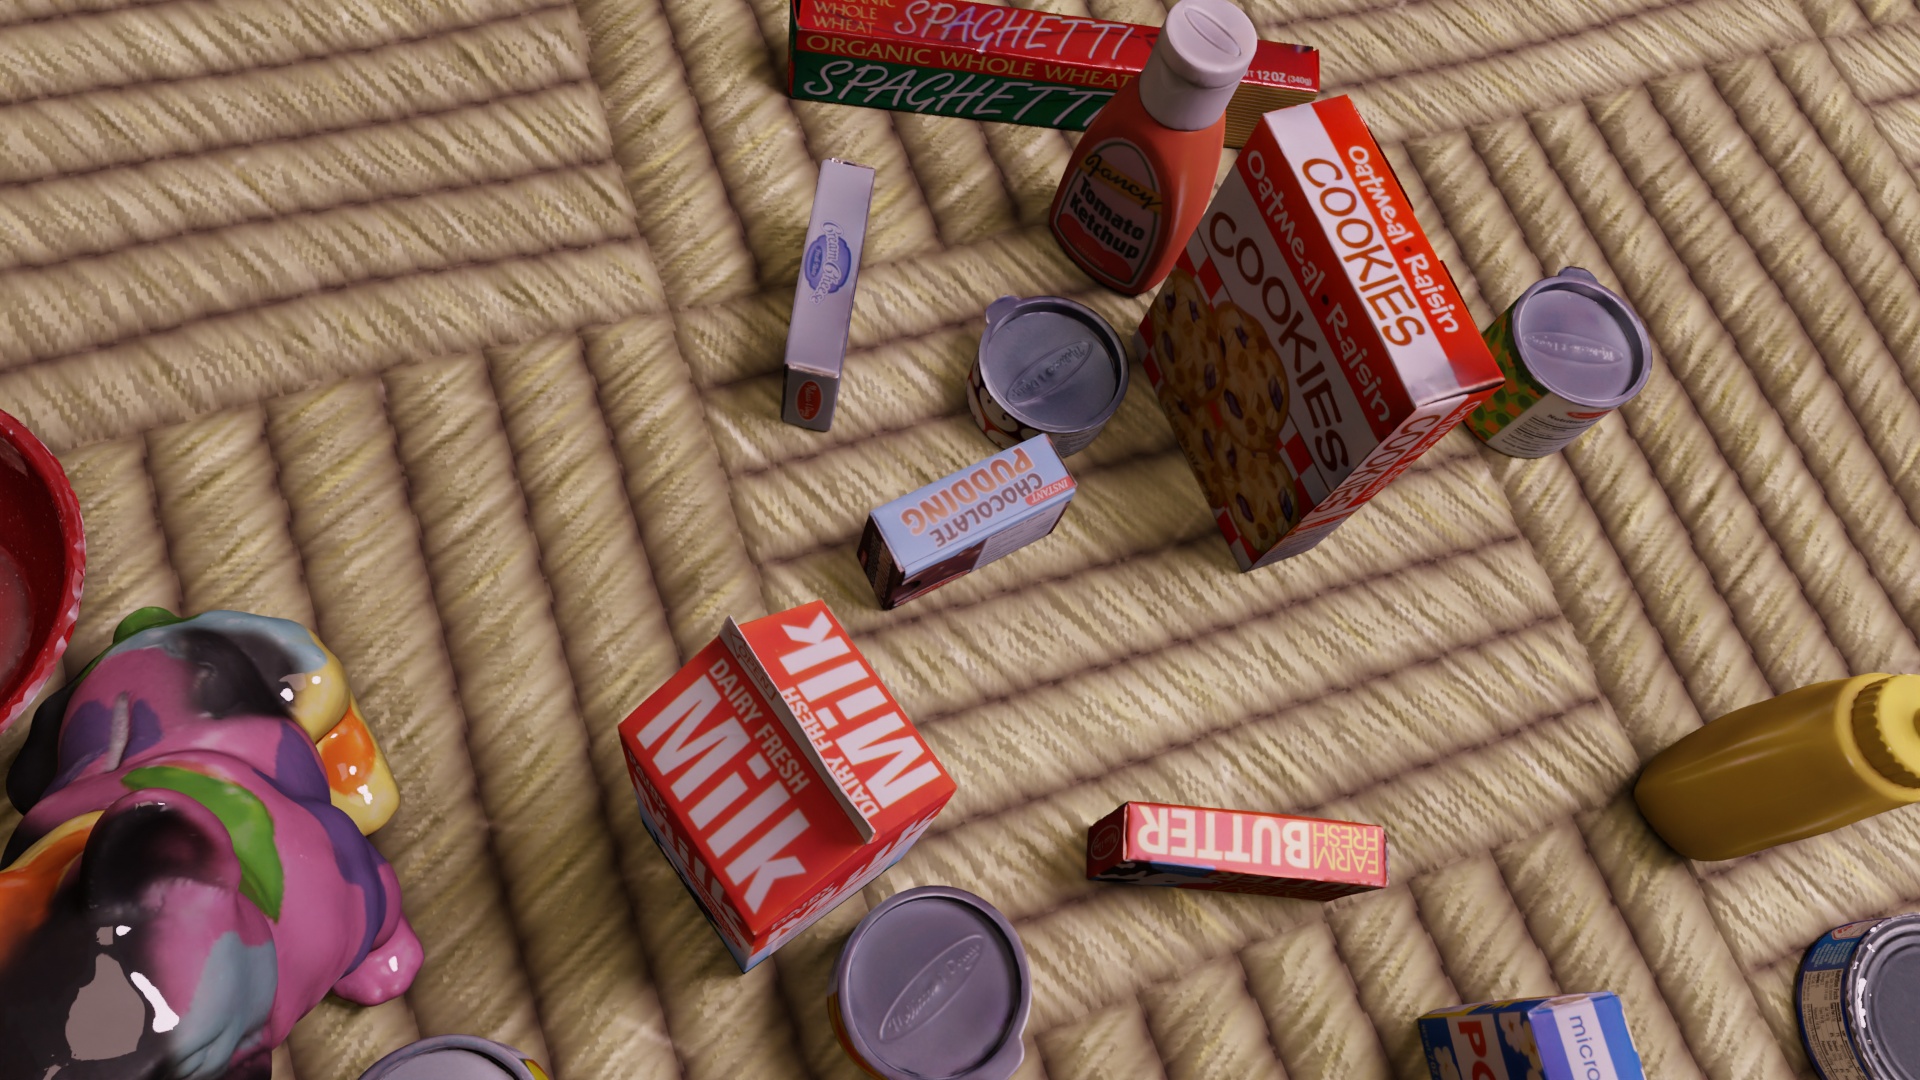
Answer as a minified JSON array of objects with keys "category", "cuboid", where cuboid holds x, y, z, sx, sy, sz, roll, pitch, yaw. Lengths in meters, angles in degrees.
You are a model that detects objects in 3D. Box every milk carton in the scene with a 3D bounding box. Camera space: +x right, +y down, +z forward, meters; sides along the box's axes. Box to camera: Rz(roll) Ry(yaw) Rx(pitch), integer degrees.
[{"category":"milk carton","cuboid":[-0.057,0.081,0.443,0.074,0.189,0.072,-33,78,-20]}]

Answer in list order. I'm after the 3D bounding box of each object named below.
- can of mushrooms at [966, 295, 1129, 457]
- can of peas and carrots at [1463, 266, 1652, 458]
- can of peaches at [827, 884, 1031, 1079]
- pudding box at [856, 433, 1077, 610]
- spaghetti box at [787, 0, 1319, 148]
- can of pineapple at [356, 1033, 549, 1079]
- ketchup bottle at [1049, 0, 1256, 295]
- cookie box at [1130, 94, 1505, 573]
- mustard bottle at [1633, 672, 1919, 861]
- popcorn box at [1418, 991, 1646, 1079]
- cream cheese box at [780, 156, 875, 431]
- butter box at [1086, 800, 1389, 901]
[{"category":"can of mushrooms","cuboid":[0.036,-0.072,0.606,0.071,0.033,0.071,4,68,-9]},{"category":"can of peas and carrots","cuboid":[0.269,-0.081,0.638,0.071,0.058,0.071,4,68,-9]},{"category":"can of peaches","cuboid":[-0.011,0.161,0.492,0.071,0.058,0.071,4,68,-9]},{"category":"pudding box","cuboid":[0.002,-0.007,0.565,0.084,0.049,0.030,-26,76,-19]},{"category":"spaghetti box","cuboid":[0.043,-0.222,0.657,0.250,0.050,0.029,4,69,-9]},{"category":"can of pineapple","cuboid":[-0.164,0.197,0.449,0.071,0.057,0.071,4,68,-9]},{"category":"ketchup bottle","cuboid":[0.083,-0.166,0.589,0.065,0.148,0.044,42,68,7]},{"category":"cookie box","cuboid":[0.132,-0.074,0.551,0.040,0.166,0.123,-17,73,-16]},{"category":"mustard bottle","cuboid":[0.328,0.083,0.530,0.065,0.159,0.049,-32,78,-20]},{"category":"popcorn box","cuboid":[0.214,0.228,0.492,0.038,0.085,0.127,-7,70,-13]},{"category":"cream cheese box","cuboid":[-0.057,-0.104,0.590,0.024,0.053,0.104,10,67,-6]},{"category":"butter box","cuboid":[0.105,0.120,0.532,0.103,0.053,0.024,7,68,-8]}]
